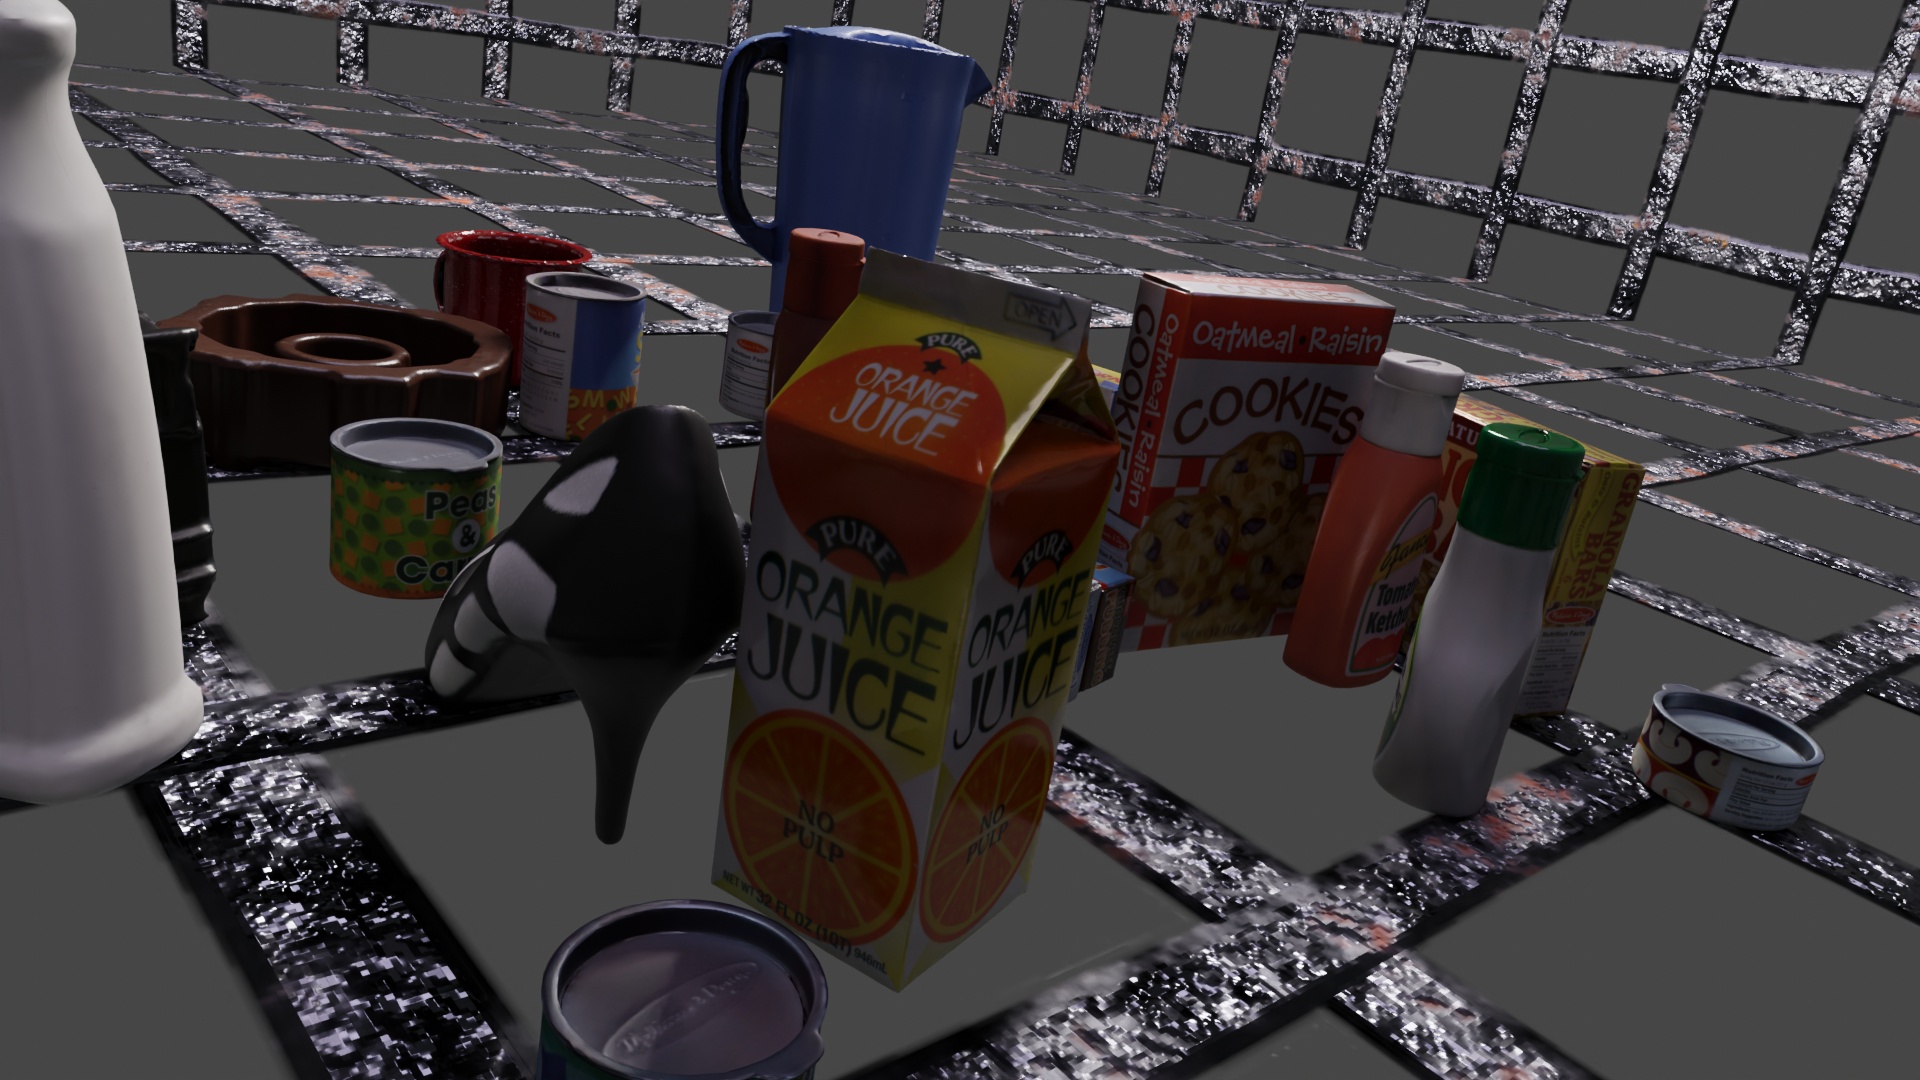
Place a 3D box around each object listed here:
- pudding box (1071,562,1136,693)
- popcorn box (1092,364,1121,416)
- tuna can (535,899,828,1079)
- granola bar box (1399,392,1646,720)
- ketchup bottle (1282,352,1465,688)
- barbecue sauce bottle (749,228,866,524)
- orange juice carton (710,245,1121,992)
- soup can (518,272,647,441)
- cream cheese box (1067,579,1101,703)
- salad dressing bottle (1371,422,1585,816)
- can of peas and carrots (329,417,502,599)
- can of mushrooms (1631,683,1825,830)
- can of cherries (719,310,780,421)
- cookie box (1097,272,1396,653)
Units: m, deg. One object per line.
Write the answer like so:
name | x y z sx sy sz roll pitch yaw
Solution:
pudding box | 0.030 0.026 0.603 0.084 0.049 0.030 23 24 33
popcorn box | 0.042 -0.067 0.809 0.127 0.085 0.038 24 24 35
tuna can | -0.064 0.119 0.328 0.071 0.032 0.071 9 20 -3
granola bar box | 0.236 -0.006 0.678 0.039 0.123 0.166 0 22 -27
ketchup bottle | 0.188 -0.009 0.627 0.065 0.148 0.043 -10 28 -44
barbecue sauce bottle | -0.075 -0.079 0.693 0.044 0.148 0.065 10 19 1
orange juice carton | -0.012 0.019 0.392 0.072 0.192 0.073 21 22 28
soup can | -0.215 -0.106 0.796 0.071 0.083 0.071 9 20 -3
cream cheese box | 0.005 0.027 0.581 0.104 0.053 0.024 21 22 28
salad dressing bottle | 0.196 0.030 0.525 0.044 0.147 0.064 20 22 27
can of peas and carrots | -0.224 -0.013 0.576 0.071 0.058 0.071 9 20 -3
can of mushrooms | 0.321 0.091 0.587 0.071 0.033 0.071 9 20 -3
can of cherries | -0.118 -0.112 0.897 0.071 0.058 0.072 9 20 -3
cookie box | 0.124 -0.036 0.642 0.123 0.166 0.040 -2 23 -31
